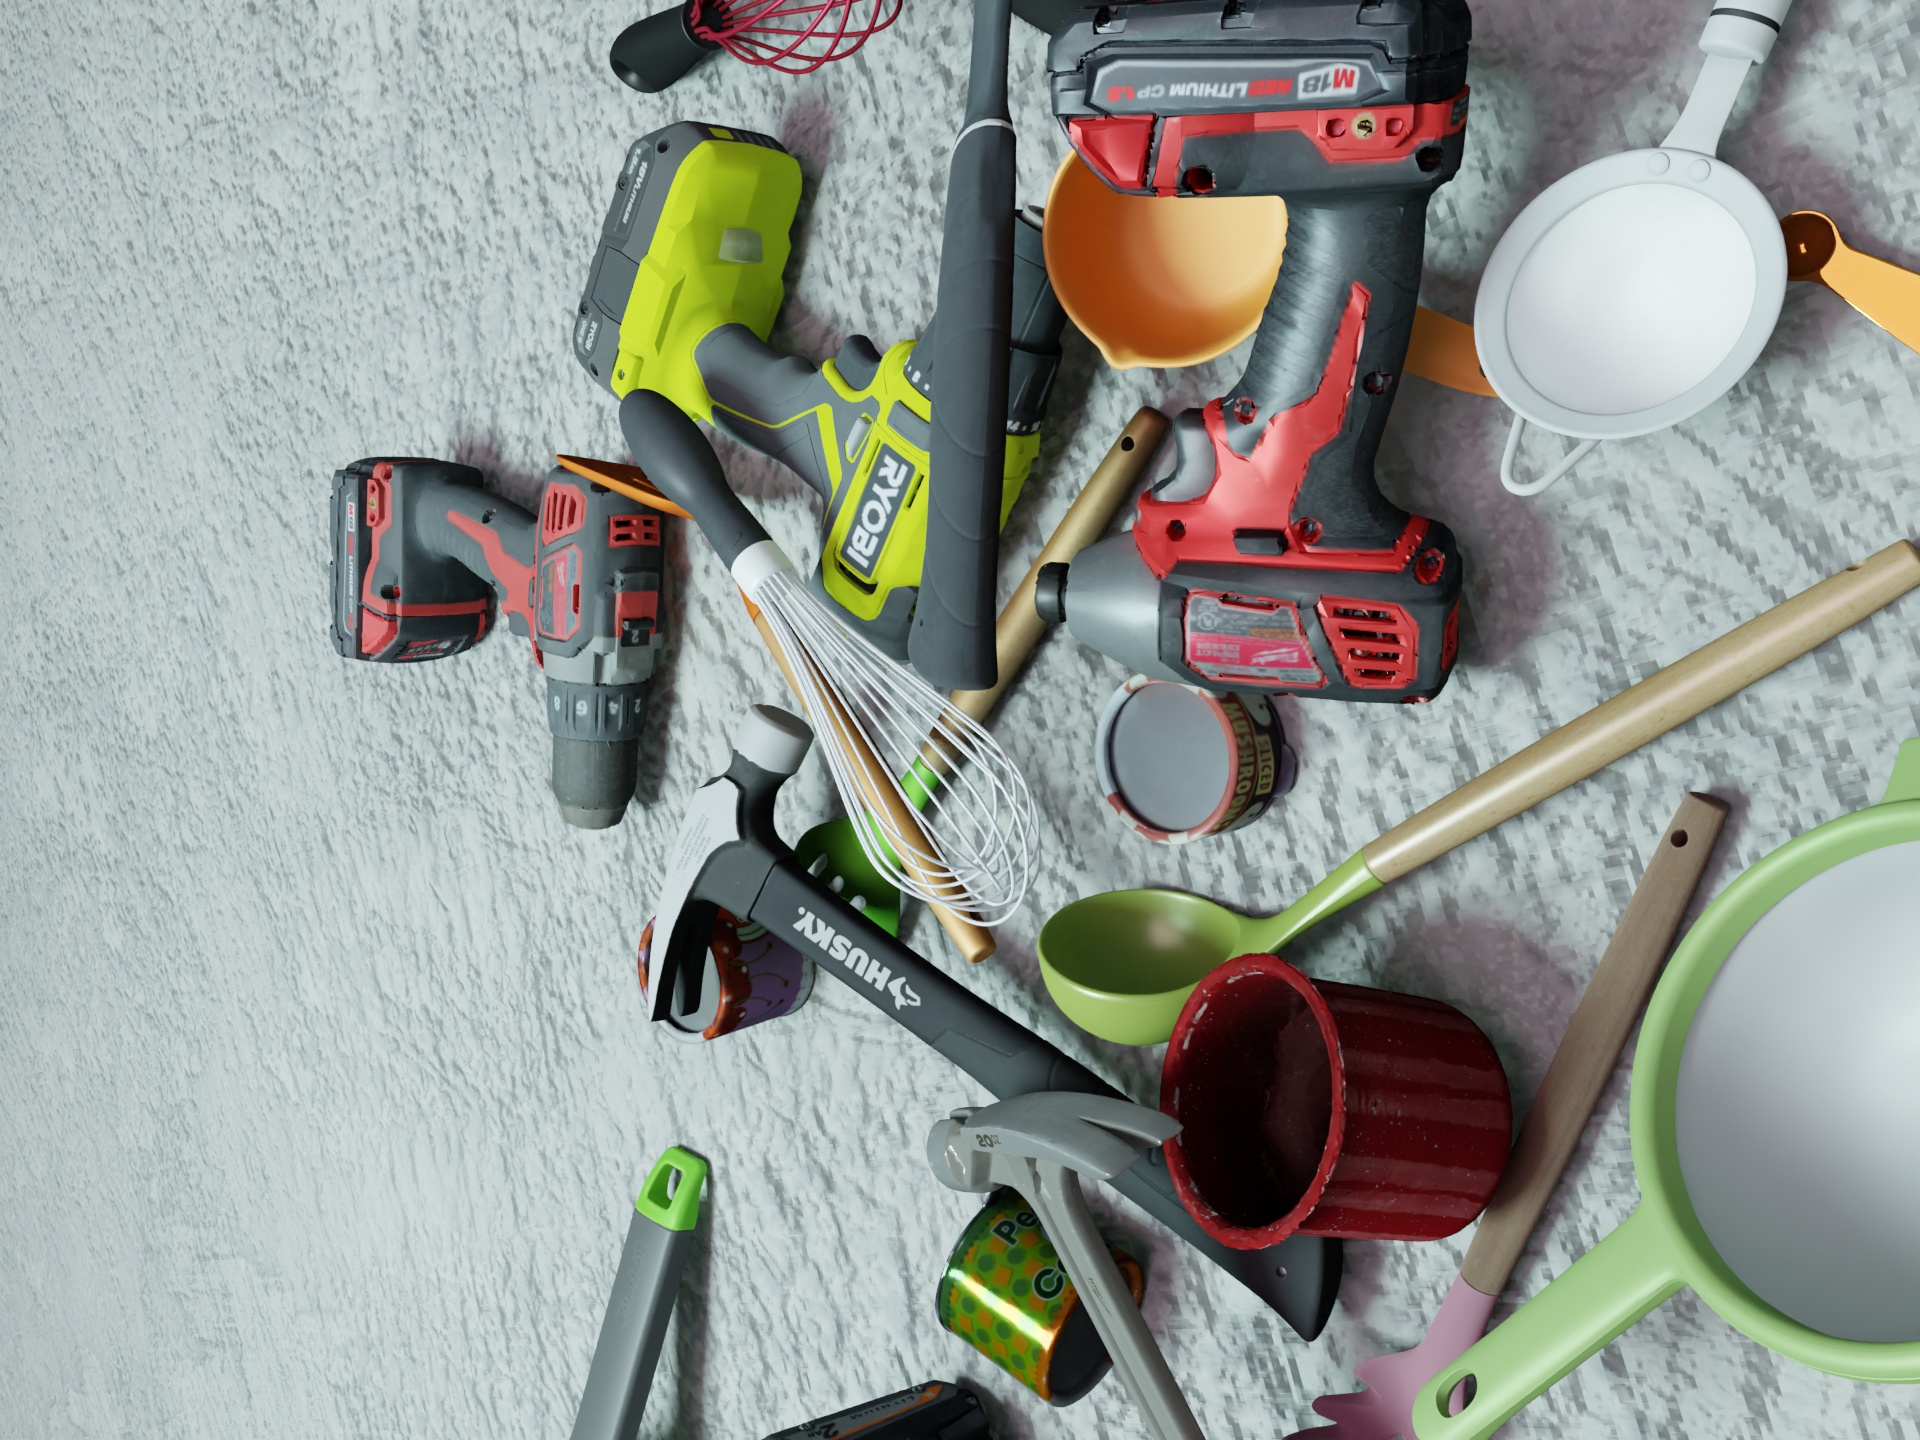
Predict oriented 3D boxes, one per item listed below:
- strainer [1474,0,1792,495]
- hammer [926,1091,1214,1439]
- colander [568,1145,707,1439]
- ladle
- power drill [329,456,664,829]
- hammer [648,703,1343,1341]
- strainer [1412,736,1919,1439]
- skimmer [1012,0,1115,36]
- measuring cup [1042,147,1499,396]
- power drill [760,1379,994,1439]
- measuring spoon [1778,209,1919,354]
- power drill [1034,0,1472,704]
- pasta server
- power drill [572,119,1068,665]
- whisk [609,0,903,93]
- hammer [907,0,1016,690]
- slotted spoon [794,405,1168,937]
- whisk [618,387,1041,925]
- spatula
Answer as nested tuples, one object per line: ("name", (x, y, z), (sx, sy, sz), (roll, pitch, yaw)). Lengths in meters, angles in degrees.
("strainer", (0.219, -0.184, 0.450), (0.087, 0.050, 0.258), (31, 109, 36))
("hammer", (0.103, 0.292, 0.545), (0.359, 0.036, 0.149), (63, 153, 0))
("colander", (-0.178, 0.429, 0.863), (0.205, 0.094, 0.397), (13, 86, 41))
("ladle", (0.152, 0.026, 0.527), (0.320, 0.078, 0.062), (-37, 95, 33))
("power drill", (-0.247, -0.052, 0.862), (0.227, 0.080, 0.188), (13, 105, 37))
("hammer", (0.006, 0.135, 0.648), (0.335, 0.035, 0.146), (32, 102, 25))
("strainer", (0.230, 0.138, 0.438), (0.256, 0.069, 0.152), (-55, 22, 28))
("skimmer", (-0.043, -0.351, 0.629), (0.127, 0.090, 0.364), (-47, 63, 0))
("measuring cup", (0.115, -0.153, 0.547), (0.173, 0.052, 0.095), (26, 120, 10))
("power drill", (0.022, 0.372, 0.635), (0.227, 0.164, 0.084), (31, 116, 49))
("measuring spoon", (0.273, -0.105, 0.433), (0.117, 0.011, 0.021), (43, 120, 25))
("power drill", (0.088, -0.111, 0.505), (0.143, 0.078, 0.219), (5, 117, 21))
("pasta server", (0.180, 0.167, 0.530), (0.060, 0.040, 0.316), (37, 118, 45))
("power drill", (-0.056, -0.160, 0.675), (0.229, 0.080, 0.190), (42, 122, 27))
("whisk", (-0.099, -0.293, 0.661), (0.296, 0.073, 0.073), (24, 113, 61))
("hammer", (0.012, -0.214, 0.540), (0.149, 0.036, 0.409), (-163, 75, -66))
("slotted spoon", (-0.001, -0.002, 0.678), (0.070, 0.031, 0.313), (45, 121, 21))
("whisk", (-0.060, -0.036, 0.627), (0.285, 0.070, 0.070), (52, 126, 22))
("spatula", (-0.076, -0.022, 0.689), (0.041, 0.081, 0.323), (-51, 57, 28))
